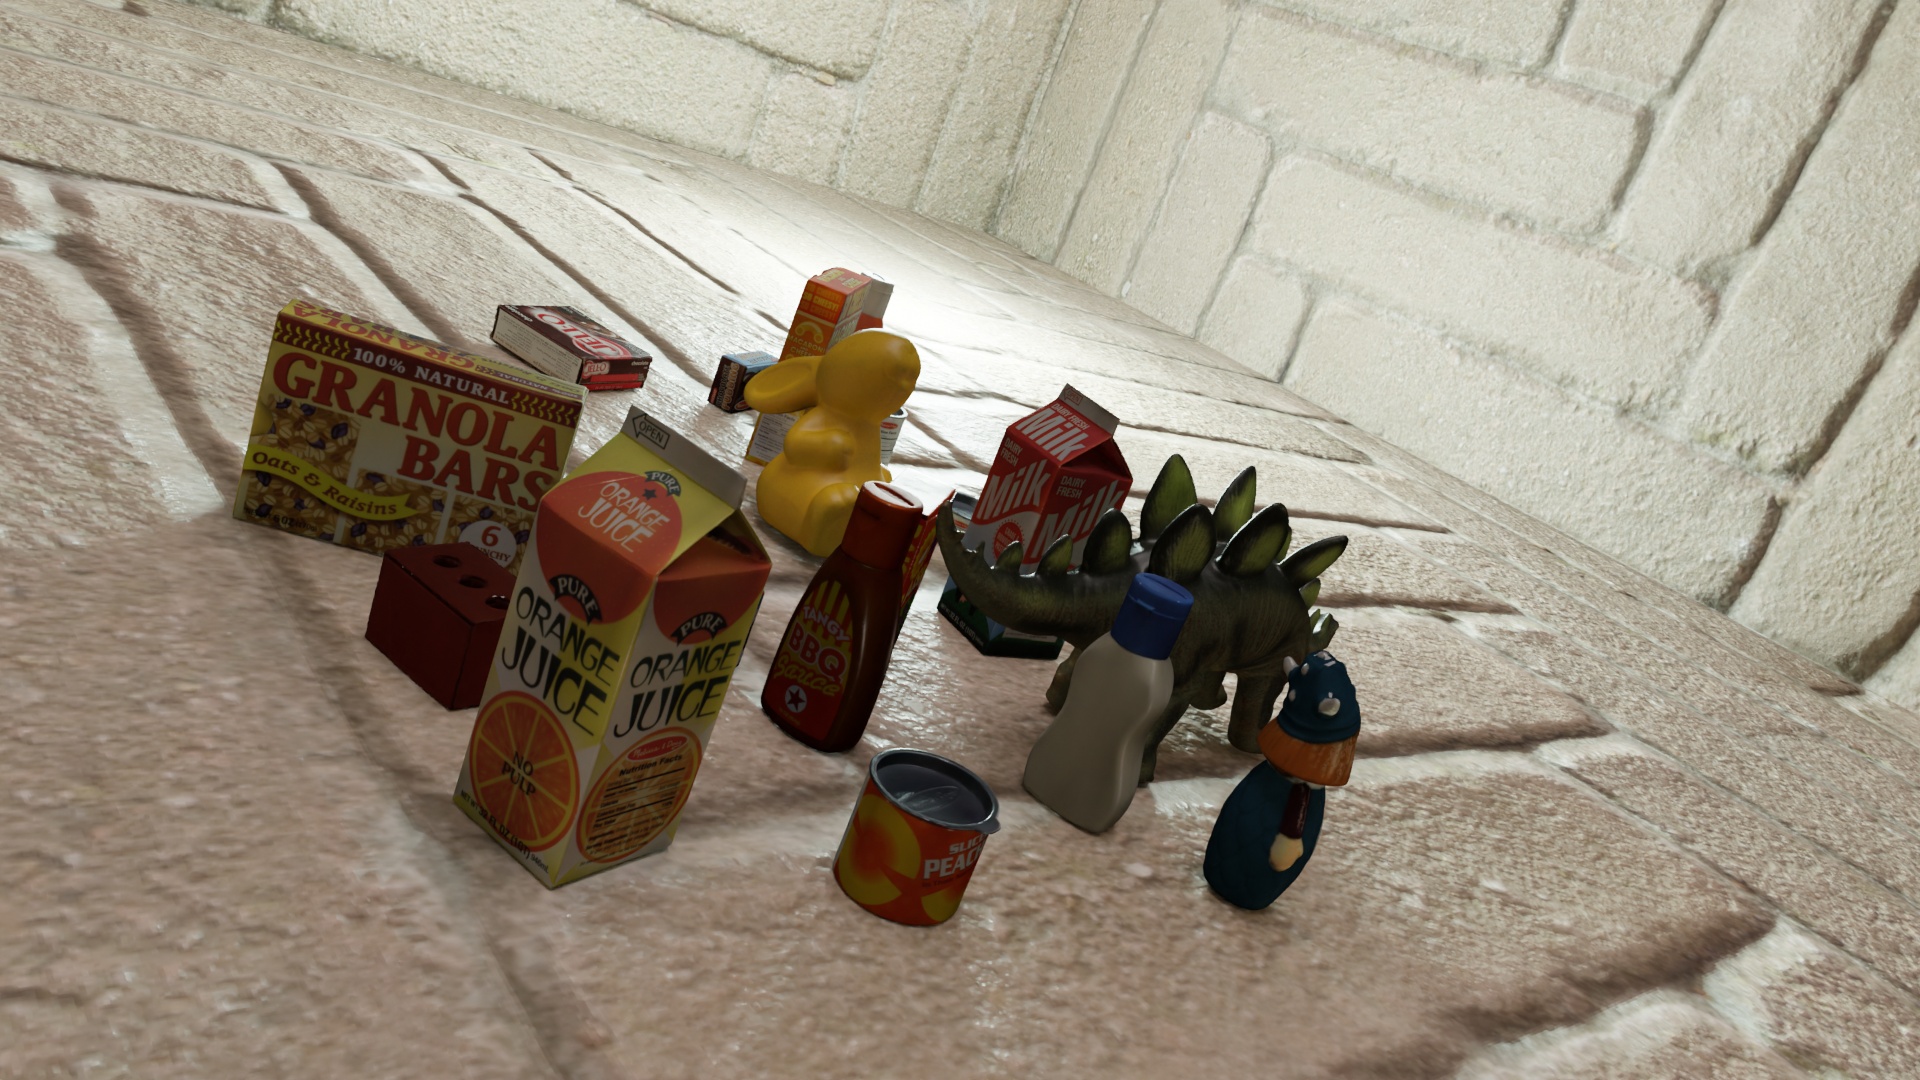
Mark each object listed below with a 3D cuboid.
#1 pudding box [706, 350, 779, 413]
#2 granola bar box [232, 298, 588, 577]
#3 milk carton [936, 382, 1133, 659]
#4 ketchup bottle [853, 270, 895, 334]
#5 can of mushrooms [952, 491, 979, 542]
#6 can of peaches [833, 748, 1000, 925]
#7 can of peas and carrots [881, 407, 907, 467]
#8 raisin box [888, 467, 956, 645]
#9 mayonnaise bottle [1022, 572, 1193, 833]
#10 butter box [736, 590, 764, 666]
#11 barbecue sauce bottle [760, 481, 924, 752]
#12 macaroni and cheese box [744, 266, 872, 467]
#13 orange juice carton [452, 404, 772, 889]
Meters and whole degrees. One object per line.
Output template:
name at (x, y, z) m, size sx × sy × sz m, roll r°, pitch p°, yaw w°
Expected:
pudding box at (-0.205, -0.153, 1.331) m, size 0.030 × 0.049 × 0.084 m, roll 26°, pitch 18°, yaw 13°
granola bar box at (-0.311, -0.051, 0.791) m, size 0.165 × 0.123 × 0.039 m, roll 16°, pitch 18°, yaw -16°
milk carton at (0.059, -0.015, 1.002) m, size 0.073 × 0.190 × 0.072 m, roll 8°, pitch 22°, yaw -37°
ketchup bottle at (-0.107, -0.199, 1.414) m, size 0.043 × 0.148 × 0.065 m, roll 12°, pitch 20°, yaw -30°
can of mushrooms at (0.004, -0.015, 1.197) m, size 0.071 × 0.033 × 0.071 m, roll 20°, pitch 18°, yaw -6°
can of peaches at (-0.020, 0.143, 0.668) m, size 0.071 × 0.058 × 0.071 m, roll 20°, pitch 18°, yaw -6°
can of peas and carrots at (-0.091, -0.105, 1.306) m, size 0.071 × 0.058 × 0.071 m, roll 20°, pitch 18°, yaw -6°
raisin box at (-0.047, 0.023, 0.879) m, size 0.040 × 0.123 × 0.086 m, roll 23°, pitch 17°, yaw 5°
mayonnaise bottle at (0.089, 0.091, 0.798) m, size 0.065 × 0.147 × 0.041 m, roll 31°, pitch 19°, yaw 27°
butter box at (-0.160, 0.051, 0.785) m, size 0.024 × 0.053 × 0.104 m, roll 32°, pitch 20°, yaw 29°
barbecue sauce bottle at (-0.062, 0.041, 0.772) m, size 0.065 × 0.148 × 0.044 m, roll 32°, pitch 20°, yaw 29°
macaroni and cheese box at (-0.133, -0.154, 1.224) m, size 0.040 × 0.166 × 0.124 m, roll 22°, pitch 17°, yaw 0°
orange juice carton at (-0.145, 0.043, 0.595) m, size 0.072 × 0.192 × 0.073 m, roll 31°, pitch 19°, yaw 27°
